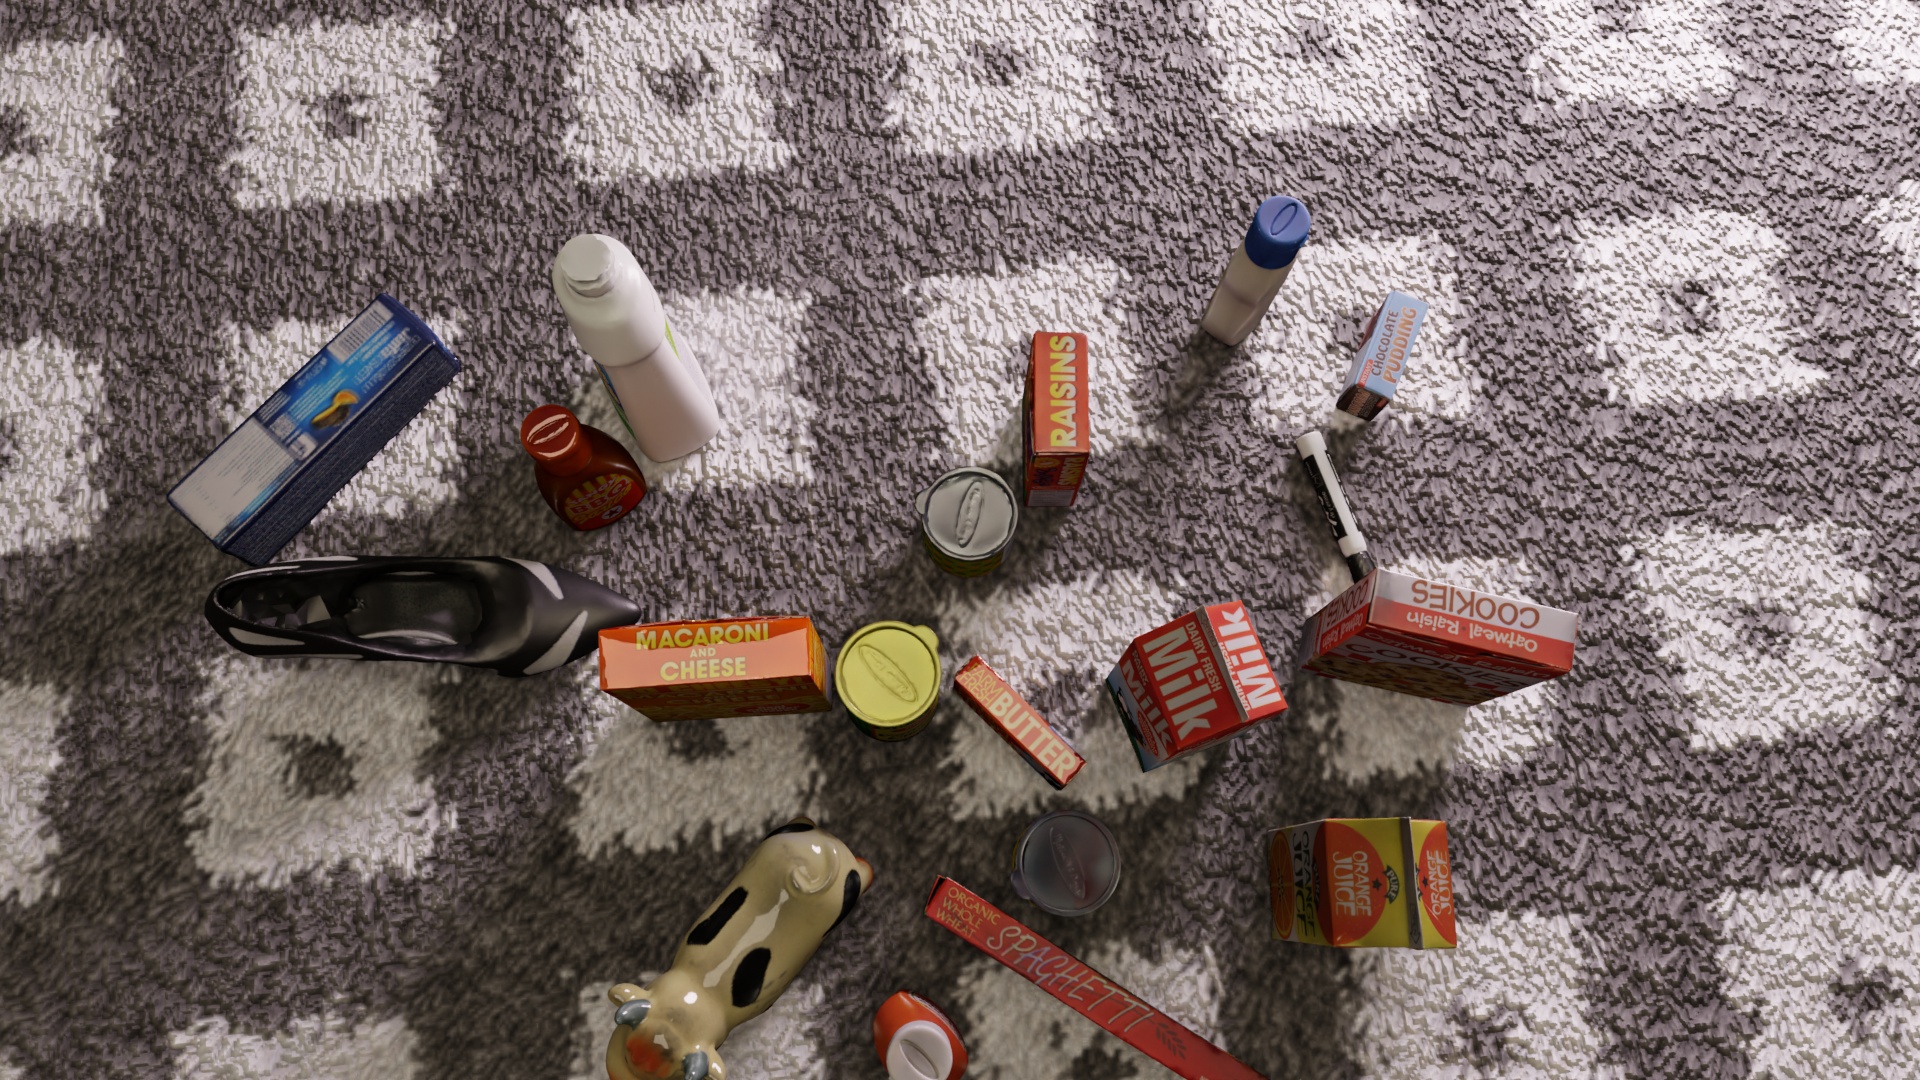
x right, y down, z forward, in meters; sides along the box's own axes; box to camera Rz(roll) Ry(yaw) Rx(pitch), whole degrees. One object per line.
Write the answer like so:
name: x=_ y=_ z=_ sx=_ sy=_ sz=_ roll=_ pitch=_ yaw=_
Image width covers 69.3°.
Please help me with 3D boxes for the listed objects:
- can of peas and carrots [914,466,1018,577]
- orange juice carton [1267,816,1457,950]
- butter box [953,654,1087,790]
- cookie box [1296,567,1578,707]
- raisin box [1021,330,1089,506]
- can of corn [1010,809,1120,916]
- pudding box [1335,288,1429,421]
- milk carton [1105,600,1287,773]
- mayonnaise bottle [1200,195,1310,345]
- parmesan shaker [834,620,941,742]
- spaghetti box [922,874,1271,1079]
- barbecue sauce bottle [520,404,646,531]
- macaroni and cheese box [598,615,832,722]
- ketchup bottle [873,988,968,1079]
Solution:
can of peas and carrots: x=0.003 y=-0.012 z=0.962 sx=0.071 sy=0.058 sz=0.071 roll=0 pitch=75 yaw=-1
orange juice carton: x=0.243 y=0.207 z=0.839 sx=0.073 sy=0.192 sz=0.072 roll=1 pitch=76 yaw=-1
butter box: x=0.038 y=0.123 z=0.929 sx=0.103 sy=0.053 sz=0.024 roll=44 pitch=79 yaw=10
cookie box: x=0.298 y=0.067 z=0.891 sx=0.123 sy=0.167 sz=0.040 roll=12 pitch=76 yaw=2
raisin box: x=0.063 y=-0.080 z=0.948 sx=0.040 sy=0.123 sz=0.086 roll=1 pitch=75 yaw=-1
can of corn: x=0.065 y=0.211 z=0.904 sx=0.071 sy=0.058 sz=0.071 roll=0 pitch=75 yaw=-1
pudding box: x=0.305 y=-0.134 z=1.005 sx=0.030 sy=0.049 sz=0.084 roll=24 pitch=76 yaw=5
milk carton: x=0.147 y=0.092 z=0.869 sx=0.073 sy=0.190 sz=0.072 roll=-19 pitch=77 yaw=-6
mayonnaise bottle: x=0.207 y=-0.190 z=0.967 sx=0.041 sy=0.147 sz=0.065 roll=36 pitch=78 yaw=8
parmesan shaker: x=-0.044 y=0.093 z=0.910 sx=0.071 sy=0.103 sz=0.071 roll=0 pitch=75 yaw=-1
spaghetti box: x=0.086 y=0.291 z=0.887 sx=0.250 sy=0.050 sz=0.029 roll=31 pitch=77 yaw=7
barbecue sauce bottle: x=-0.253 y=-0.049 z=0.920 sx=0.065 sy=0.148 sz=0.044 roll=-31 pitch=78 yaw=-8
macaroni and cheese box: x=-0.149 y=0.083 z=0.877 sx=0.124 sy=0.166 sz=0.040 roll=-4 pitch=76 yaw=-2
ketchup bottle: x=-0.024 y=0.303 z=0.830 sx=0.065 sy=0.148 sz=0.043 roll=43 pitch=79 yaw=9
